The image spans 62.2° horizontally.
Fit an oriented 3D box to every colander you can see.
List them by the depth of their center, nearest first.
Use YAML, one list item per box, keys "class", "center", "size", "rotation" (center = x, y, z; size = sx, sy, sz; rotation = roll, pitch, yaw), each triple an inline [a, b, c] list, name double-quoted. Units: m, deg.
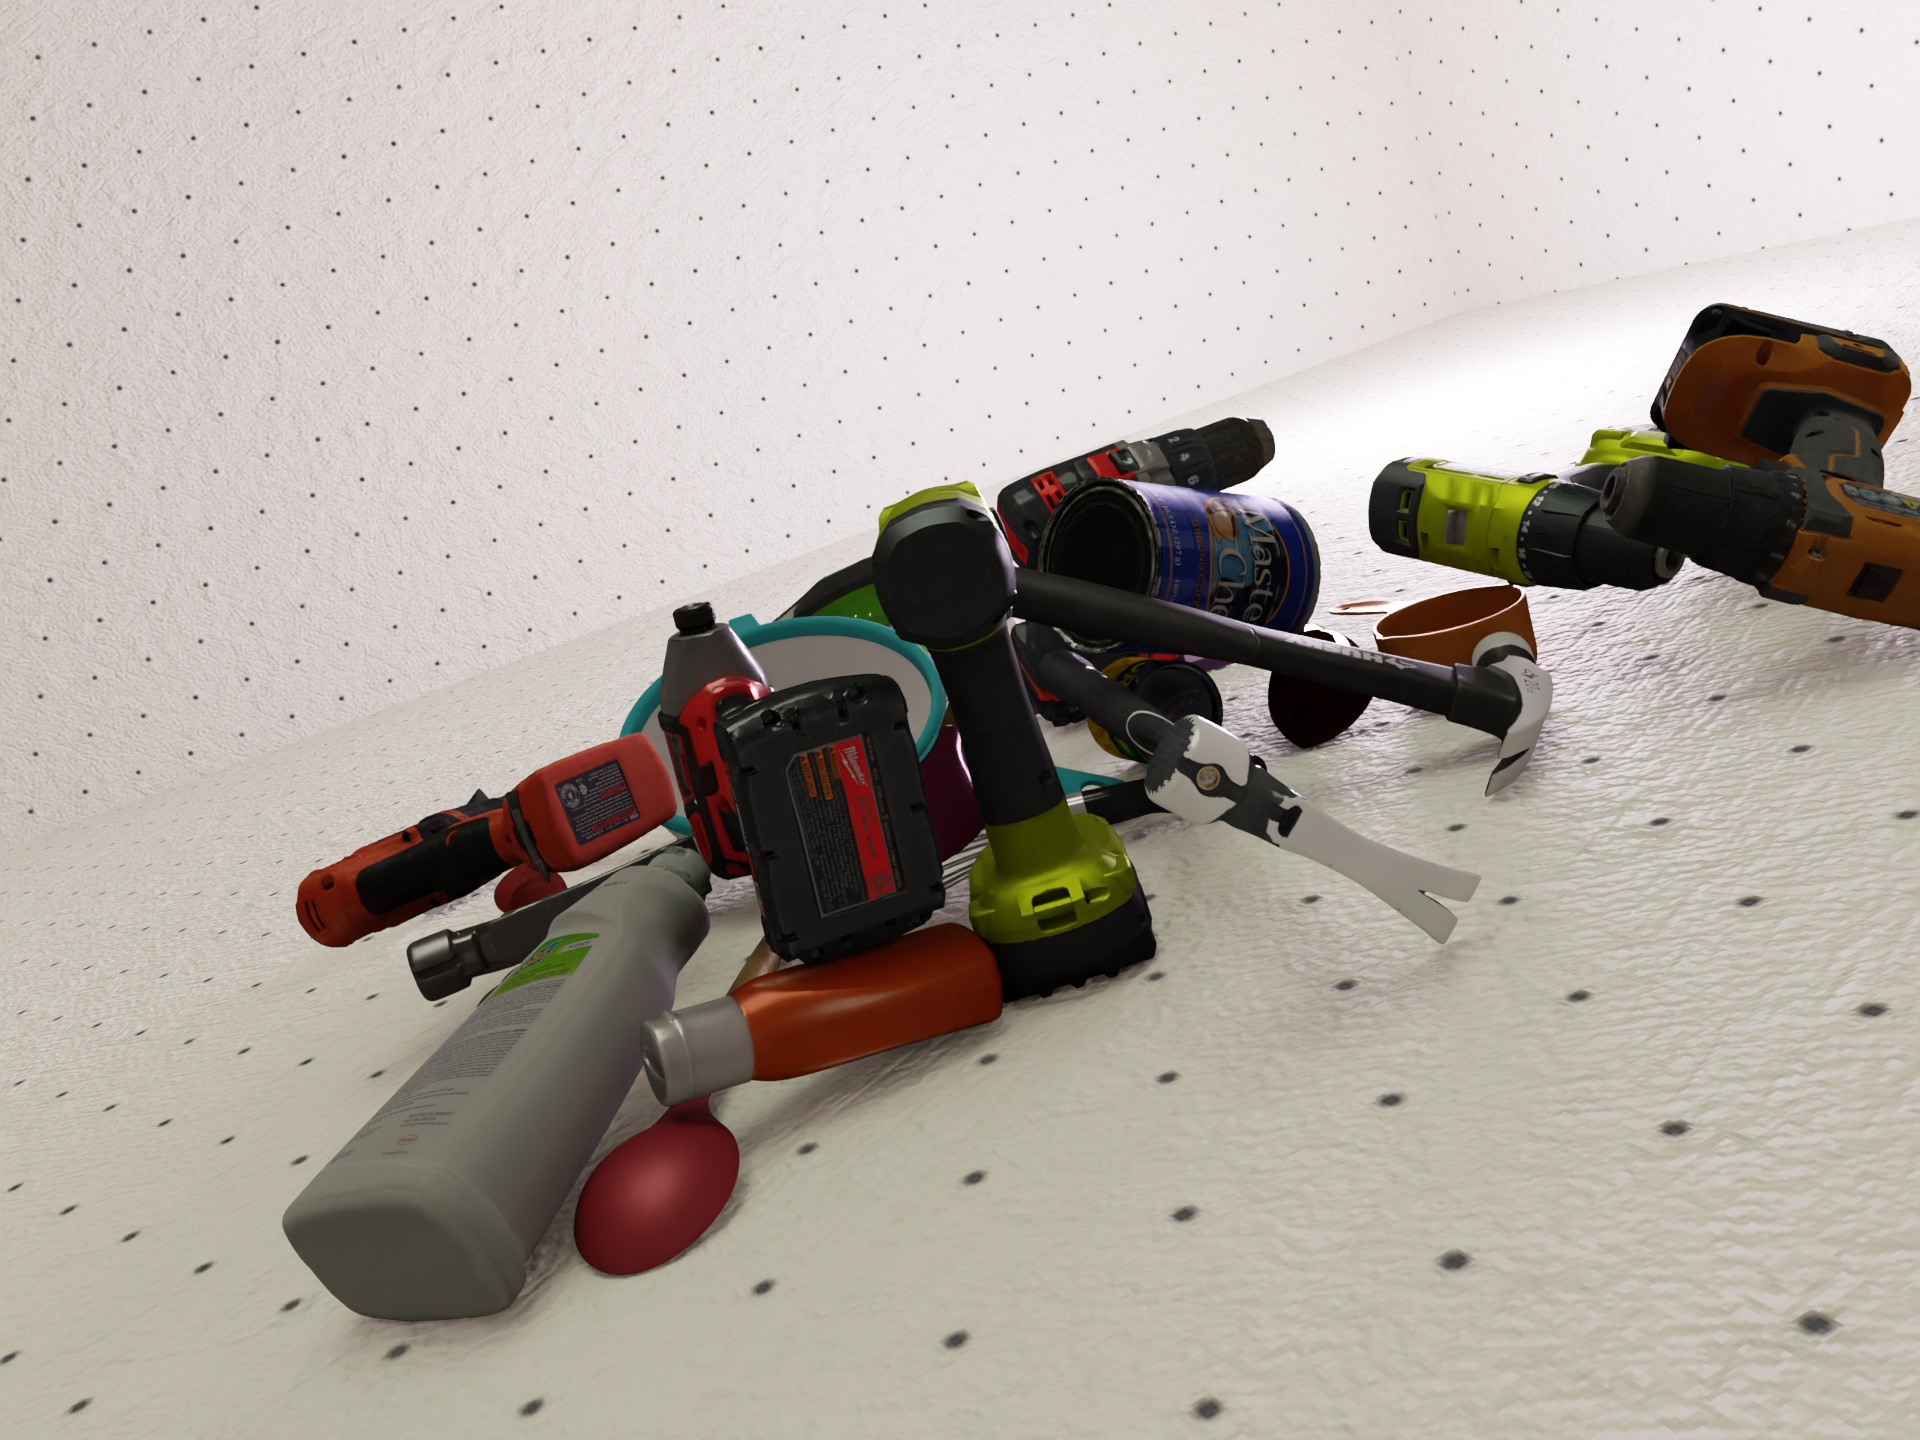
- class: "colander"
  center: [-0.113, 0.016, 1.208]
  size: [0.204, 0.094, 0.397]
  rotation: [-19, 29, 32]

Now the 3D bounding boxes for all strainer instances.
- class: "strainer"
  center: [-0.050, 0.043, 0.997]
  size: [0.340, 0.095, 0.211]
  rotation: [12, 44, 25]

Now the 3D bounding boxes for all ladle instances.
- class: "ladle"
  center: [-0.112, 0.154, 0.736]
  size: [0.069, 0.031, 0.315]
  rotation: [-16, 11, 8]

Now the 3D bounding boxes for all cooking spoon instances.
- class: "cooking spoon"
  center: [-0.001, -0.003, 0.930]
  size: [0.069, 0.017, 0.319]
  rotation: [-2, 27, 12]

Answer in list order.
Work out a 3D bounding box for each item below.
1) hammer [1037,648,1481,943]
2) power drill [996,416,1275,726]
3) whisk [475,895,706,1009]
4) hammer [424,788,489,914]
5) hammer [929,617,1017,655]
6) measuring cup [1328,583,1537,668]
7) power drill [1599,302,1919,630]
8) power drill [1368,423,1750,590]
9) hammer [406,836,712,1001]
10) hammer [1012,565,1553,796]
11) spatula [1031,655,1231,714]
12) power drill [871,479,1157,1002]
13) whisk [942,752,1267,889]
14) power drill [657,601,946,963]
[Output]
- class: "hammer"
  center: [0.106, 0.012, 0.779]
  size: [0.036, 0.149, 0.409]
  rotation: [-61, 14, 4]
- class: "power drill"
  center: [0.116, -0.107, 1.083]
  size: [0.188, 0.080, 0.226]
  rotation: [-22, -31, -12]
- class: "whisk"
  center: [-0.198, 0.133, 0.897]
  size: [0.055, 0.055, 0.239]
  rotation: [-14, 9, 17]
- class: "hammer"
  center: [-0.267, 0.048, 1.188]
  size: [0.337, 0.034, 0.127]
  rotation: [-23, 26, 25]
- class: "hammer"
  center: [0.078, -0.062, 1.349]
  size: [0.130, 0.031, 0.331]
  rotation: [-26, 15, -30]
- class: "measuring cup"
  center: [0.276, -0.045, 0.962]
  size: [0.095, 0.052, 0.174]
  rotation: [-22, 11, -14]
- class: "power drill"
  center: [0.418, -0.136, 0.826]
  size: [0.185, 0.084, 0.226]
  rotation: [14, 39, 3]
- class: "power drill"
  center: [0.386, -0.123, 0.946]
  size: [0.228, 0.080, 0.191]
  rotation: [-12, 21, -32]
- class: "hammer"
  center: [-0.242, 0.105, 0.951]
  size: [0.149, 0.036, 0.359]
  rotation: [-21, 3, -15]
- class: "hammer"
  center: [0.137, -0.040, 0.826]
  size: [0.335, 0.035, 0.146]
  rotation: [14, 27, 7]
- class: "spatula"
  center: [0.095, -0.028, 1.196]
  size: [0.316, 0.018, 0.060]
  rotation: [-19, 45, 7]
- class: "power drill"
  center: [0.018, 0.001, 0.740]
  size: [0.080, 0.223, 0.171]
  rotation: [-17, 13, 3]
- class: "whisk"
  center: [0.030, 0.058, 0.873]
  size: [0.284, 0.070, 0.070]
  rotation: [-14, 13, 0]
- class: "power drill"
  center: [-0.091, 0.021, 0.750]
  size: [0.078, 0.143, 0.220]
  rotation: [-17, 15, -20]
